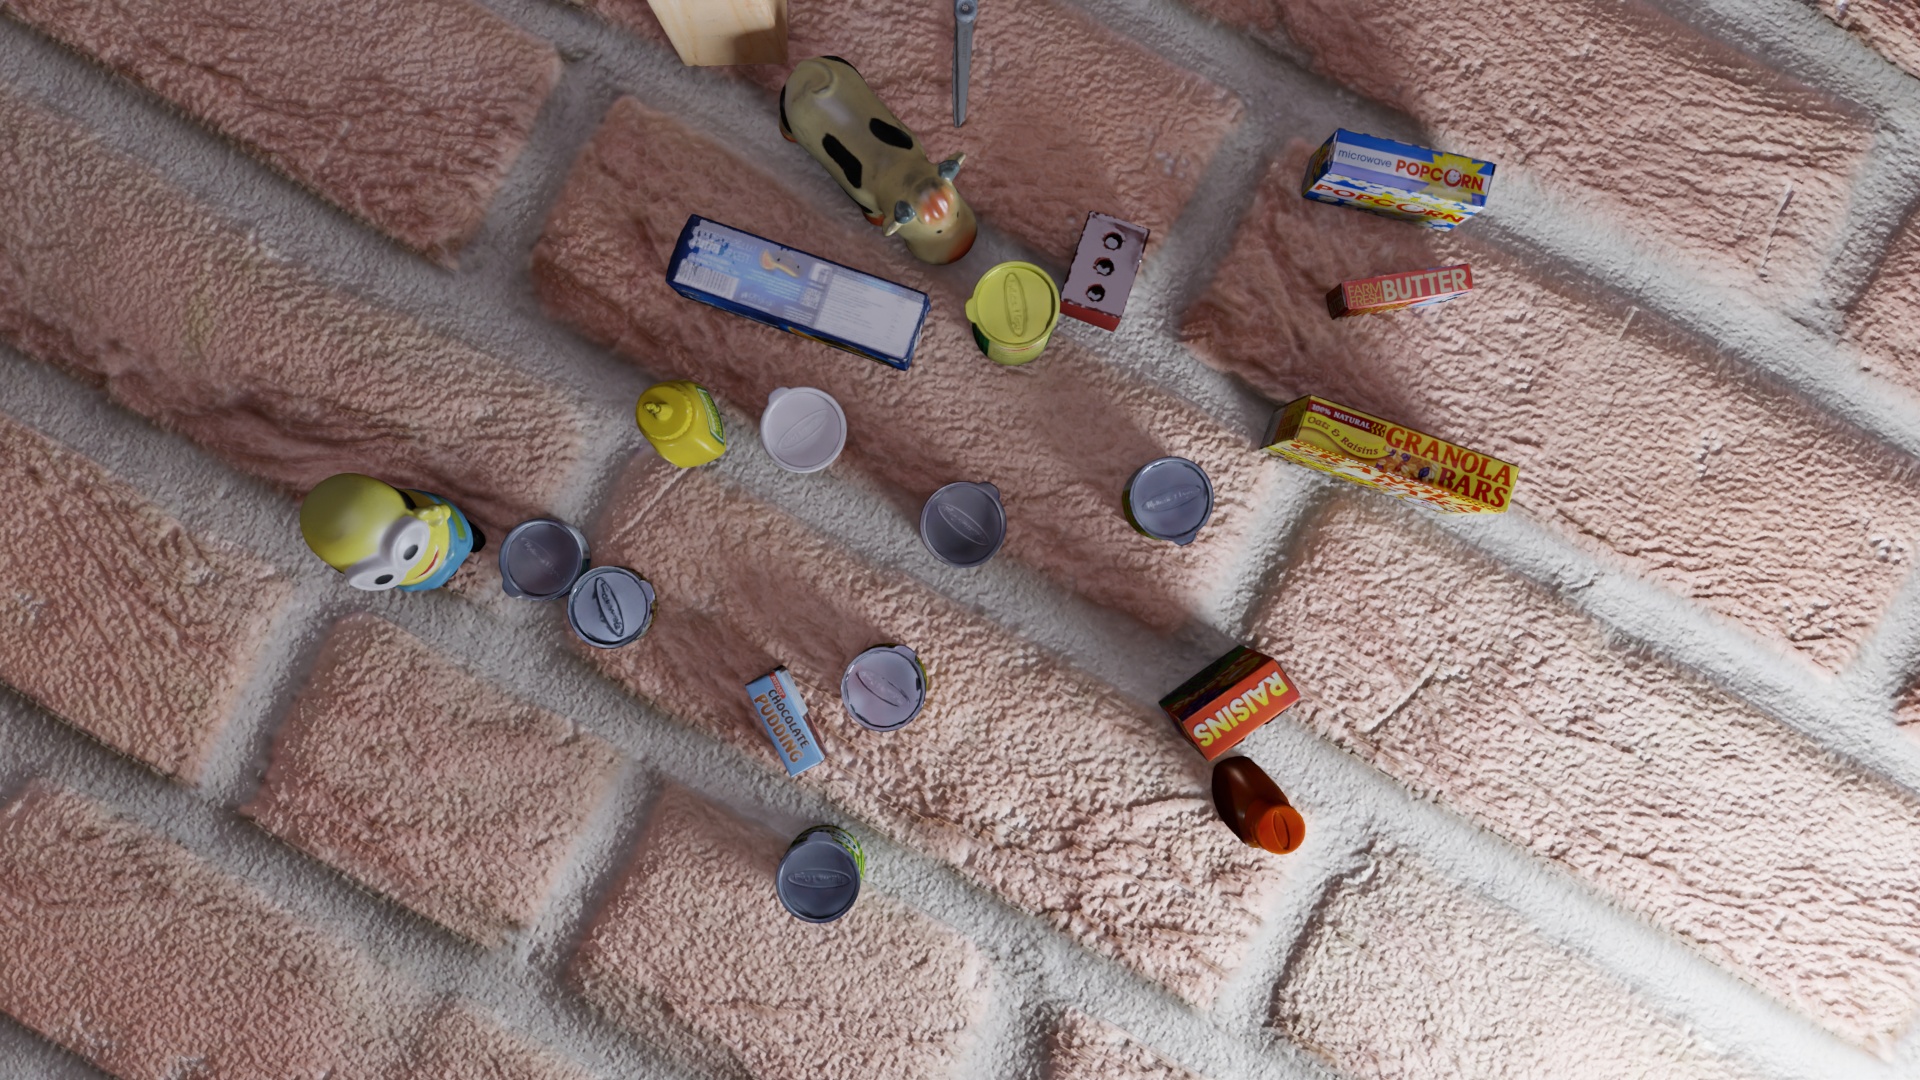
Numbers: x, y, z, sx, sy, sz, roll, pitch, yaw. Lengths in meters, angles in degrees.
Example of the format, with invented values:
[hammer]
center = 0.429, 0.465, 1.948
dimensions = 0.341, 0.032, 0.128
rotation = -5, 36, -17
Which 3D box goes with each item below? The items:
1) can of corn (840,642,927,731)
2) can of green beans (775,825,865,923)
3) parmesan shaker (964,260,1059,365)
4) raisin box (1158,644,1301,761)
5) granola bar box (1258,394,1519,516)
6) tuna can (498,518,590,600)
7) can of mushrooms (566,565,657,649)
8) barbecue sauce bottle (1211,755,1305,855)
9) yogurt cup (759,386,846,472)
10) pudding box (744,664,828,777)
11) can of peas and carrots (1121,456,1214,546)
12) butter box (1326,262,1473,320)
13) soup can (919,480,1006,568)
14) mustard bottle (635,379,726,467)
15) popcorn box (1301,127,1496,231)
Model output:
[can of corn]
center = -0.058, 0.113, 1.104
dimensions = 0.071, 0.058, 0.071
rotation = 0, 89, 0
[can of green beans]
center = -0.110, 0.263, 1.102
dimensions = 0.071, 0.058, 0.071
rotation = 0, 89, 0
[parmesan shaker]
center = 0.039, -0.176, 1.087
dimensions = 0.071, 0.103, 0.071
rotation = 0, 90, 0
[raisin box]
center = 0.205, 0.124, 1.072
dimensions = 0.086, 0.123, 0.040
rotation = -34, 90, 0
[granola bar box]
center = 0.327, -0.064, 1.075
dimensions = 0.166, 0.124, 0.039
rotation = 19, 90, 0
[tuna can]
center = -0.335, 0.017, 1.118
dimensions = 0.071, 0.033, 0.071
rotation = 0, 89, 0
[can of mushrooms]
center = -0.277, 0.052, 1.117
dimensions = 0.071, 0.033, 0.071
rotation = 0, 89, 0
[barbecue sauce bottle]
center = 0.227, 0.206, 1.059
dimensions = 0.044, 0.148, 0.065
rotation = -14, 90, 0
[yogurt cup]
center = -0.123, -0.087, 1.109
dimensions = 0.072, 0.054, 0.072
rotation = 0, 89, 0
[pudding box]
center = -0.138, 0.143, 1.108
dimensions = 0.030, 0.049, 0.083
rotation = -27, 89, 0
[can of peas and carrots]
center = 0.165, -0.030, 1.107
dimensions = 0.071, 0.059, 0.071
rotation = 0, 89, 0
[butter box]
center = 0.351, -0.199, 1.113
dimensions = 0.103, 0.053, 0.024
rotation = -9, 90, 0
[soup can]
center = 0.004, -0.014, 1.094
dimensions = 0.071, 0.084, 0.071
rotation = 0, 90, 0
[mustard bottle]
center = -0.215, -0.092, 1.056
dimensions = 0.049, 0.160, 0.065
rotation = -19, 90, 0
[popcorn box]
center = 0.343, -0.284, 1.098
dimensions = 0.127, 0.085, 0.038
rotation = 13, 90, 0
